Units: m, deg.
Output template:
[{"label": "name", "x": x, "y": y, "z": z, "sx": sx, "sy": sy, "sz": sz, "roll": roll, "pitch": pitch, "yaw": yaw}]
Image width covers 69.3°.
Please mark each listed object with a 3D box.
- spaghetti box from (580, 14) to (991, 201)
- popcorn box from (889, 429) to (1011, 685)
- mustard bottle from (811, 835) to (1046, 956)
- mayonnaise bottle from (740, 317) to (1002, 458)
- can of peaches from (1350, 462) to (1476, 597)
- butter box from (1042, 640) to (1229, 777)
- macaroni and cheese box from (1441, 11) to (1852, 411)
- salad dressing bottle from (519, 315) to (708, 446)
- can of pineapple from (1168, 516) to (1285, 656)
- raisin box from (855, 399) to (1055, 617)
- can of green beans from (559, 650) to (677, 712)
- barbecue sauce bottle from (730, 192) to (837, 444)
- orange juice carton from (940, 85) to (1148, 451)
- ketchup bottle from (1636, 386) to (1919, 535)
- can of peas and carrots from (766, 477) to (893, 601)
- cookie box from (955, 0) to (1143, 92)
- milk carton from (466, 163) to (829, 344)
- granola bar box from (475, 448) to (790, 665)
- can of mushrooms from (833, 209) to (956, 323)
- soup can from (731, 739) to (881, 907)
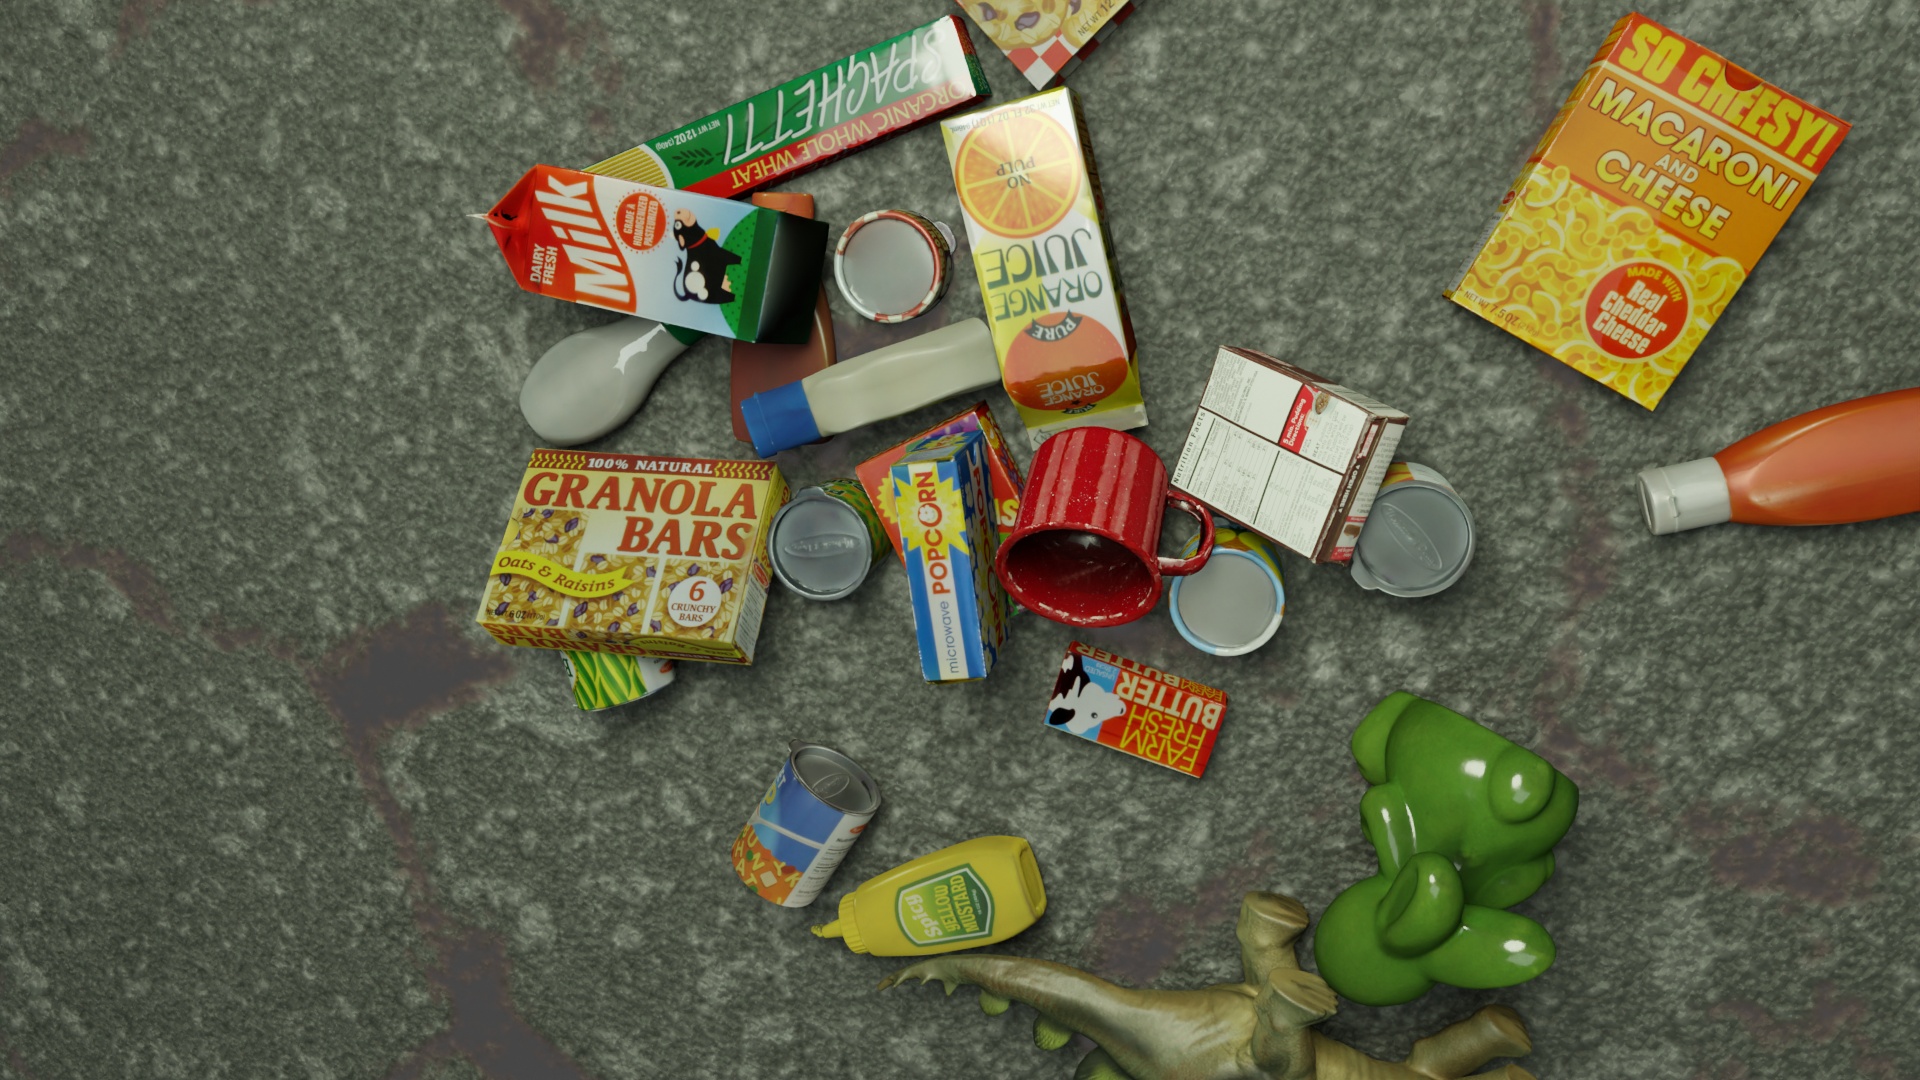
[{"label": "spaghetti box", "x": -0.106, "y": -0.239, "z": 0.820, "sx": 0.250, "sy": 0.029, "sz": 0.050, "roll": -17, "pitch": 99, "yaw": 16}, {"label": "popcorn box", "x": -0.003, "y": 0.008, "z": 0.783, "sx": 0.038, "sy": 0.085, "sz": 0.126, "roll": -5, "pitch": 102, "yaw": 14}, {"label": "mustard bottle", "x": -0.027, "y": 0.239, "z": 0.901, "sx": 0.160, "sy": 0.049, "sz": 0.065, "roll": -20, "pitch": 87, "yaw": 15}, {"label": "mayonnaise bottle", "x": -0.052, "y": -0.088, "z": 0.806, "sx": 0.148, "sy": 0.065, "sz": 0.041, "roll": -20, "pitch": 104, "yaw": -3}, {"label": "can of peaches", "x": 0.250, "y": -0.006, "z": 0.783, "sx": 0.071, "sy": 0.058, "sz": 0.071, "roll": 3, "pitch": 104, "yaw": 11}, {"label": "butter box", "x": 0.108, "y": 0.104, "z": 0.856, "sx": 0.103, "sy": 0.024, "sz": 0.053, "roll": 18, "pitch": 107, "yaw": 8}, {"label": "macaroni and cheese box", "x": 0.356, "y": -0.171, "z": 0.731, "sx": 0.124, "sy": 0.040, "sz": 0.166, "roll": 30, "pitch": 107, "yaw": 3}, {"label": "salad dressing bottle", "x": -0.205, "y": -0.115, "z": 0.863, "sx": 0.147, "sy": 0.044, "sz": 0.064, "roll": -32, "pitch": 89, "yaw": 15}, {"label": "can of pineapple", "x": 0.155, "y": 0.027, "z": 0.810, "sx": 0.071, "sy": 0.058, "sz": 0.070, "roll": 3, "pitch": 104, "yaw": 12}, {"label": "raisin box", "x": 0.003, "y": -0.011, "z": 0.844, "sx": 0.086, "sy": 0.040, "sz": 0.123, "roll": -25, "pitch": 98, "yaw": 17}, {"label": "can of green beans", "x": -0.223, "y": 0.072, "z": 0.897, "sx": 0.071, "sy": 0.071, "sz": 0.057, "roll": -14, "pitch": 99, "yaw": 15}, {"label": "barbecue sauce bottle", "x": -0.106, "y": -0.133, "z": 0.837, "sx": 0.065, "sy": 0.044, "sz": 0.148, "roll": 2, "pitch": 103, "yaw": 4}, {"label": "orange juice carton", "x": 0.052, "y": -0.150, "z": 0.784, "sx": 0.072, "sy": 0.073, "sz": 0.192, "roll": -12, "pitch": 101, "yaw": 14}, {"label": "ketchup bottle", "x": 0.445, "y": -0.036, "z": 0.741, "sx": 0.149, "sy": 0.044, "sz": 0.064, "roll": -13, "pitch": 99, "yaw": 15}, {"label": "can of peas and carrots", "x": -0.079, "y": -0.004, "z": 0.853, "sx": 0.071, "sy": 0.059, "sz": 0.070, "roll": 3, "pitch": 103, "yaw": 11}, {"label": "cookie box", "x": 0.033, "y": -0.350, "z": 0.758, "sx": 0.122, "sy": 0.040, "sz": 0.167, "roll": -42, "pitch": 92, "yaw": 18}, {"label": "milk carton", "x": -0.180, "y": -0.166, "z": 0.790, "sx": 0.191, "sy": 0.072, "sz": 0.073, "roll": 15, "pitch": 101, "yaw": 16}, {"label": "granola bar box", "x": -0.199, "y": 0.008, "z": 0.856, "sx": 0.165, "sy": 0.039, "sz": 0.125, "roll": 4, "pitch": 62, "yaw": 11}, {"label": "can of mushrooms", "x": -0.038, "y": -0.163, "z": 0.820, "sx": 0.071, "sy": 0.033, "sz": 0.071, "roll": 3, "pitch": 103, "yaw": 12}, {"label": "soup can", "x": -0.102, "y": 0.182, "z": 0.898, "sx": 0.071, "sy": 0.071, "sz": 0.083, "roll": 34, "pitch": 108, "yaw": 3}]
